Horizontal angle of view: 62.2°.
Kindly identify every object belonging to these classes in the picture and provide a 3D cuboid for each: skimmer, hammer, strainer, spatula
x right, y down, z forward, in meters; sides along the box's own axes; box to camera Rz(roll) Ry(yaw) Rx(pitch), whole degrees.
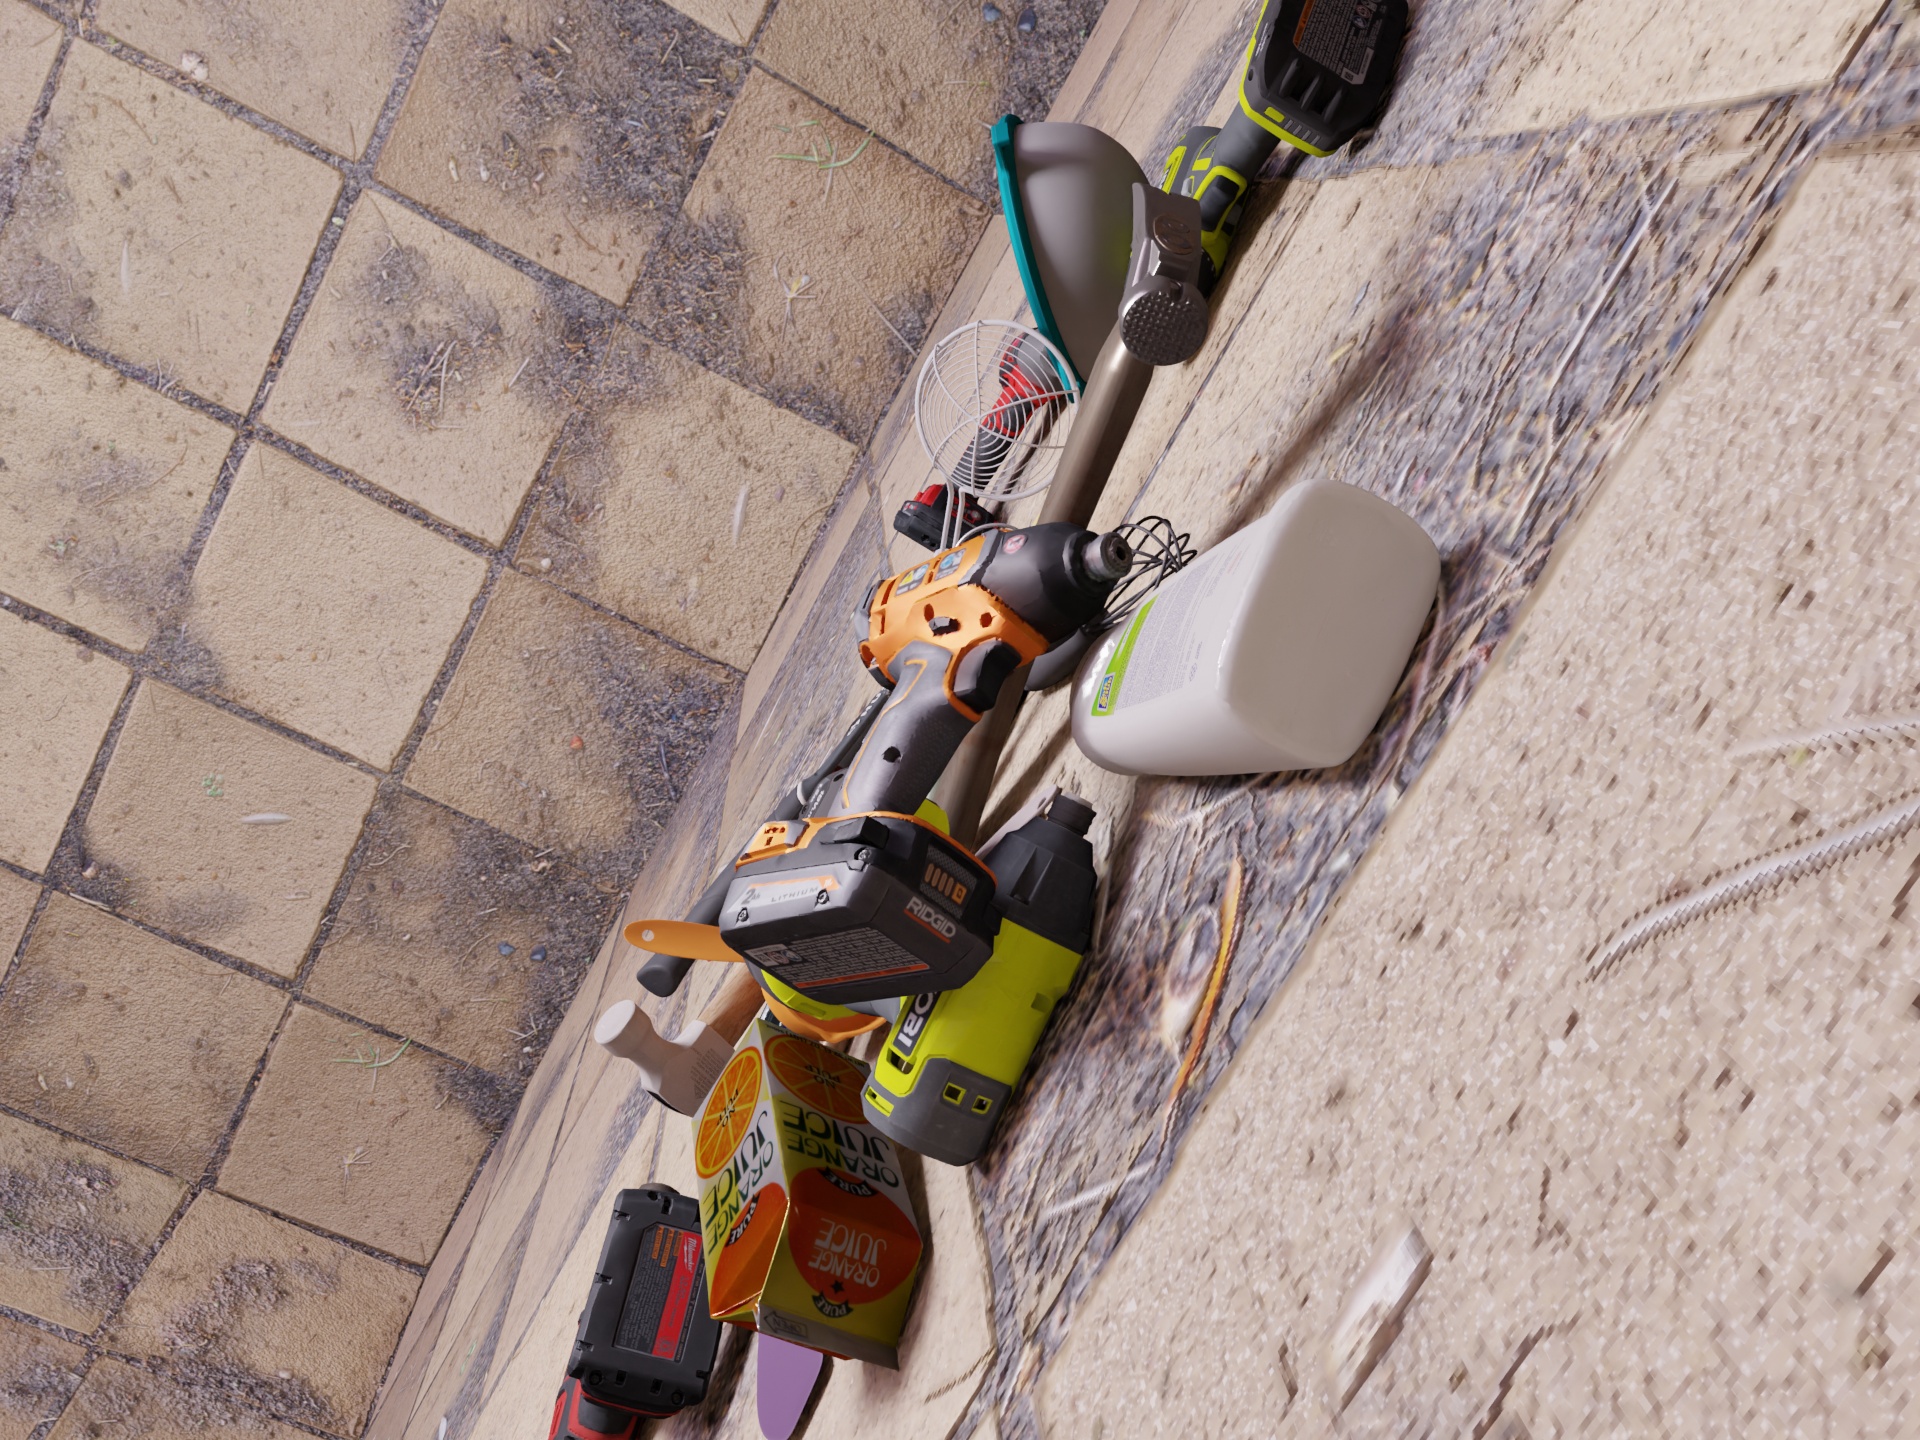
[{"bbox_3d":[0.012,-0.172,1.248,0.090,0.127,0.363,-51,-8,-19],"label":"skimmer"},{"bbox_3d":[-0.090,0.112,1.032,0.031,0.130,0.331,1,47,50],"label":"hammer"},{"bbox_3d":[0.044,-0.080,0.854,0.146,0.038,0.410,-82,9,-49],"label":"hammer"},{"bbox_3d":[-0.108,0.041,1.216,0.409,0.036,0.149,-52,14,-16],"label":"hammer"},{"bbox_3d":[0.116,-0.374,1.228,0.095,0.211,0.340,-13,17,18],"label":"strainer"},{"bbox_3d":[-0.116,0.329,0.913,0.060,0.018,0.316,-65,13,-5],"label":"spatula"}]

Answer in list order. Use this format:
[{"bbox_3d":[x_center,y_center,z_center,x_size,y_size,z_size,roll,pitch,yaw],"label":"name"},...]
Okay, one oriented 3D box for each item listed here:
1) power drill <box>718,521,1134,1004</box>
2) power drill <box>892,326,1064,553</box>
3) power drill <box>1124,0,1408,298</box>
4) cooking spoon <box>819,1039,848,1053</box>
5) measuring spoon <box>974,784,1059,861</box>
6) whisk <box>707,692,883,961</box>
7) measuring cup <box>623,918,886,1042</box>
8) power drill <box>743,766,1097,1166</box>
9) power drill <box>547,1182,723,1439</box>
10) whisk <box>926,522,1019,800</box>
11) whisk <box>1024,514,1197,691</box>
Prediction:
[{"bbox_3d":[-0.007,0.007,0.717,0.164,0.084,0.227,-18,41,47],"label":"power drill"},{"bbox_3d":[0.033,-0.243,1.389,0.219,0.078,0.143,-60,13,2],"label":"power drill"},{"bbox_3d":[0.177,-0.350,1.010,0.228,0.080,0.191,-47,18,60],"label":"power drill"},{"bbox_3d":[-0.070,0.174,1.049,0.069,0.017,0.319,-21,41,50],"label":"cooking spoon"},{"bbox_3d":[0.022,0.078,0.900,0.124,0.018,0.034,-47,15,33],"label":"measuring spoon"},{"bbox_3d":[-0.148,0.099,1.460,0.296,0.073,0.073,-56,12,1],"label":"whisk"},{"bbox_3d":[-0.119,0.145,0.962,0.052,0.173,0.095,133,145,-65],"label":"measuring cup"},{"bbox_3d":[-0.019,0.101,0.793,0.223,0.080,0.171,17,80,62],"label":"power drill"},{"bbox_3d":[-0.202,0.366,1.012,0.226,0.080,0.188,121,164,-53],"label":"power drill"},{"bbox_3d":[-0.002,-0.003,0.990,0.058,0.059,0.246,-98,22,-75],"label":"whisk"},{"bbox_3d":[0.072,-0.056,0.891,0.055,0.055,0.239,-67,9,-20],"label":"whisk"}]
